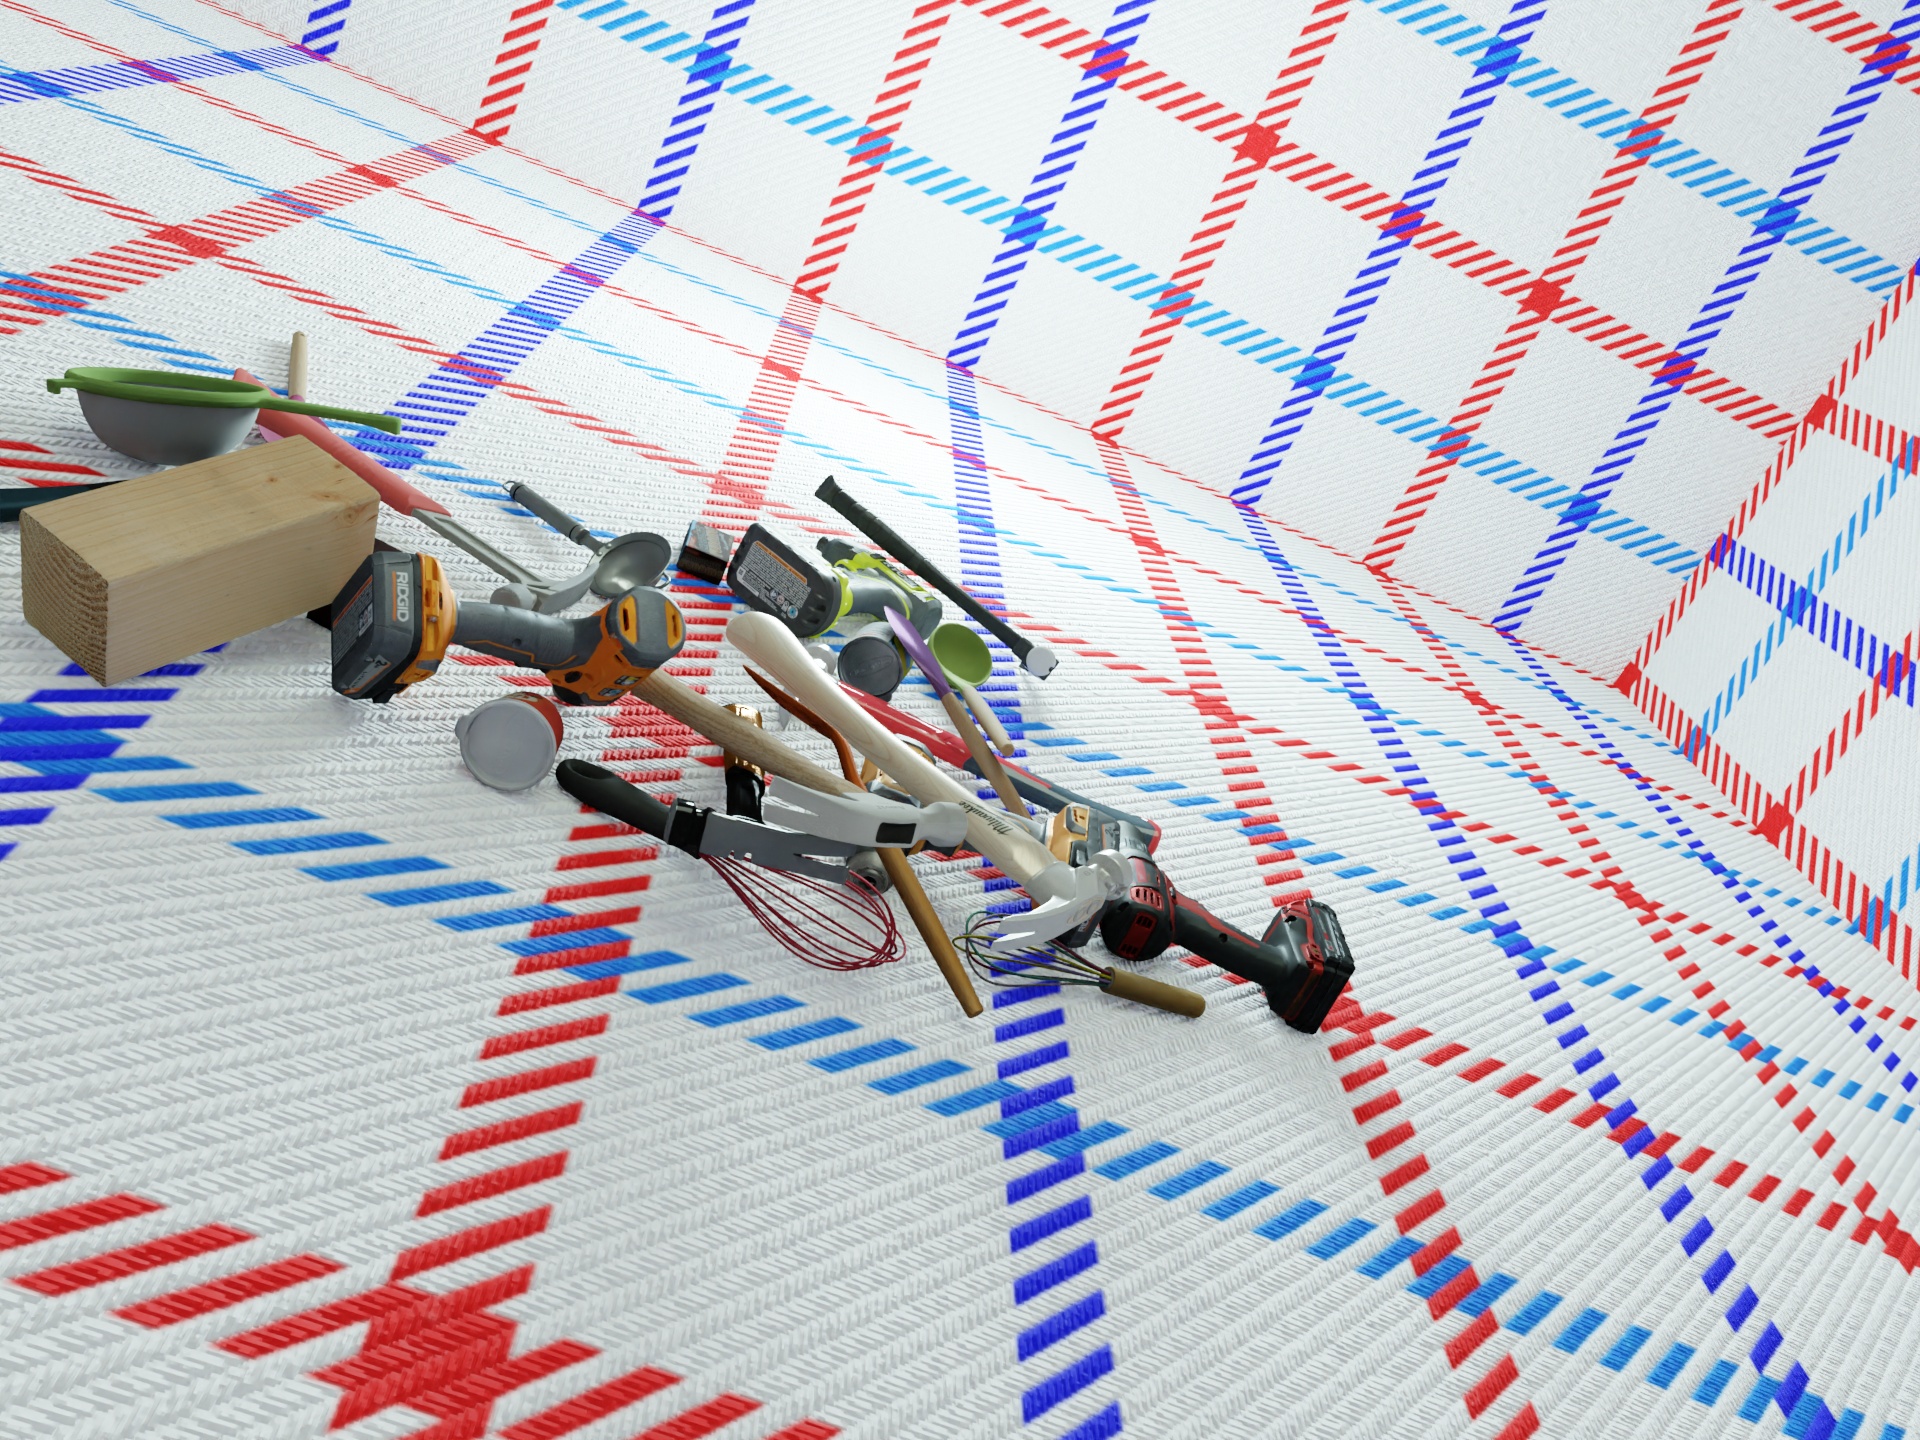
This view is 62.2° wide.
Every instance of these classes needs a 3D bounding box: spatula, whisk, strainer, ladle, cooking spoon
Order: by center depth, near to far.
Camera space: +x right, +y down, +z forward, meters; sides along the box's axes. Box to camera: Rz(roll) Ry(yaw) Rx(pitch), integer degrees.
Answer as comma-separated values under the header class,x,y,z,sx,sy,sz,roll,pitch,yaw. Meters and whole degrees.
class,x,y,z,sx,sy,sz,roll,pitch,yaw
whisk,-0.168,0.098,1.141,0.296,0.073,0.073,27,21,13
spatula,-0.071,0.085,1.197,0.323,0.041,0.081,60,2,22
whisk,0.096,0.198,1.255,0.244,0.047,0.051,21,34,-29
strainer,-0.593,-0.238,1.304,0.256,0.069,0.151,8,14,-9
spatula,-0.002,-0.005,1.492,0.059,0.018,0.316,29,22,-48
strainer,-0.360,-0.175,1.534,0.259,0.050,0.087,34,65,28
cooking spoon,-0.643,-0.318,1.543,0.068,0.017,0.319,17,25,-30
ladle,0.020,-0.030,1.572,0.078,0.062,0.320,30,9,-18

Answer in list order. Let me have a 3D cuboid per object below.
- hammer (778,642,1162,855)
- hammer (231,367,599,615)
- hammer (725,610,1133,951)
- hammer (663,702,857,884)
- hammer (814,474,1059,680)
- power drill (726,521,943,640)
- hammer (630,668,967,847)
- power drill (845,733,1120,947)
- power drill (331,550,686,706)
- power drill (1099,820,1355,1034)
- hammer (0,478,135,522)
class,x,y,z,sx,sy,sz,roll,pitch,yaw
hammer,0.013,0.044,1.497,0.386,0.038,0.143,26,23,-6
hammer,-0.499,-0.205,1.419,0.359,0.036,0.149,33,22,4
hammer,-0.057,0.034,1.275,0.411,0.038,0.146,38,37,28
hammer,-0.155,0.042,1.204,0.127,0.034,0.337,14,12,-12
hammer,-0.028,-0.160,1.776,0.335,0.035,0.146,39,2,1
power drill,-0.139,-0.150,1.701,0.171,0.080,0.223,39,20,23
hammer,-0.147,0.021,1.155,0.130,0.031,0.332,5,15,-44
power drill,0.013,0.108,1.302,0.226,0.084,0.185,22,29,-5
power drill,-0.339,-0.054,1.176,0.226,0.164,0.084,5,69,-36
power drill,0.221,0.173,1.415,0.226,0.080,0.188,22,22,-8
hammer,-0.638,-0.164,1.187,0.128,0.033,0.331,35,22,15
